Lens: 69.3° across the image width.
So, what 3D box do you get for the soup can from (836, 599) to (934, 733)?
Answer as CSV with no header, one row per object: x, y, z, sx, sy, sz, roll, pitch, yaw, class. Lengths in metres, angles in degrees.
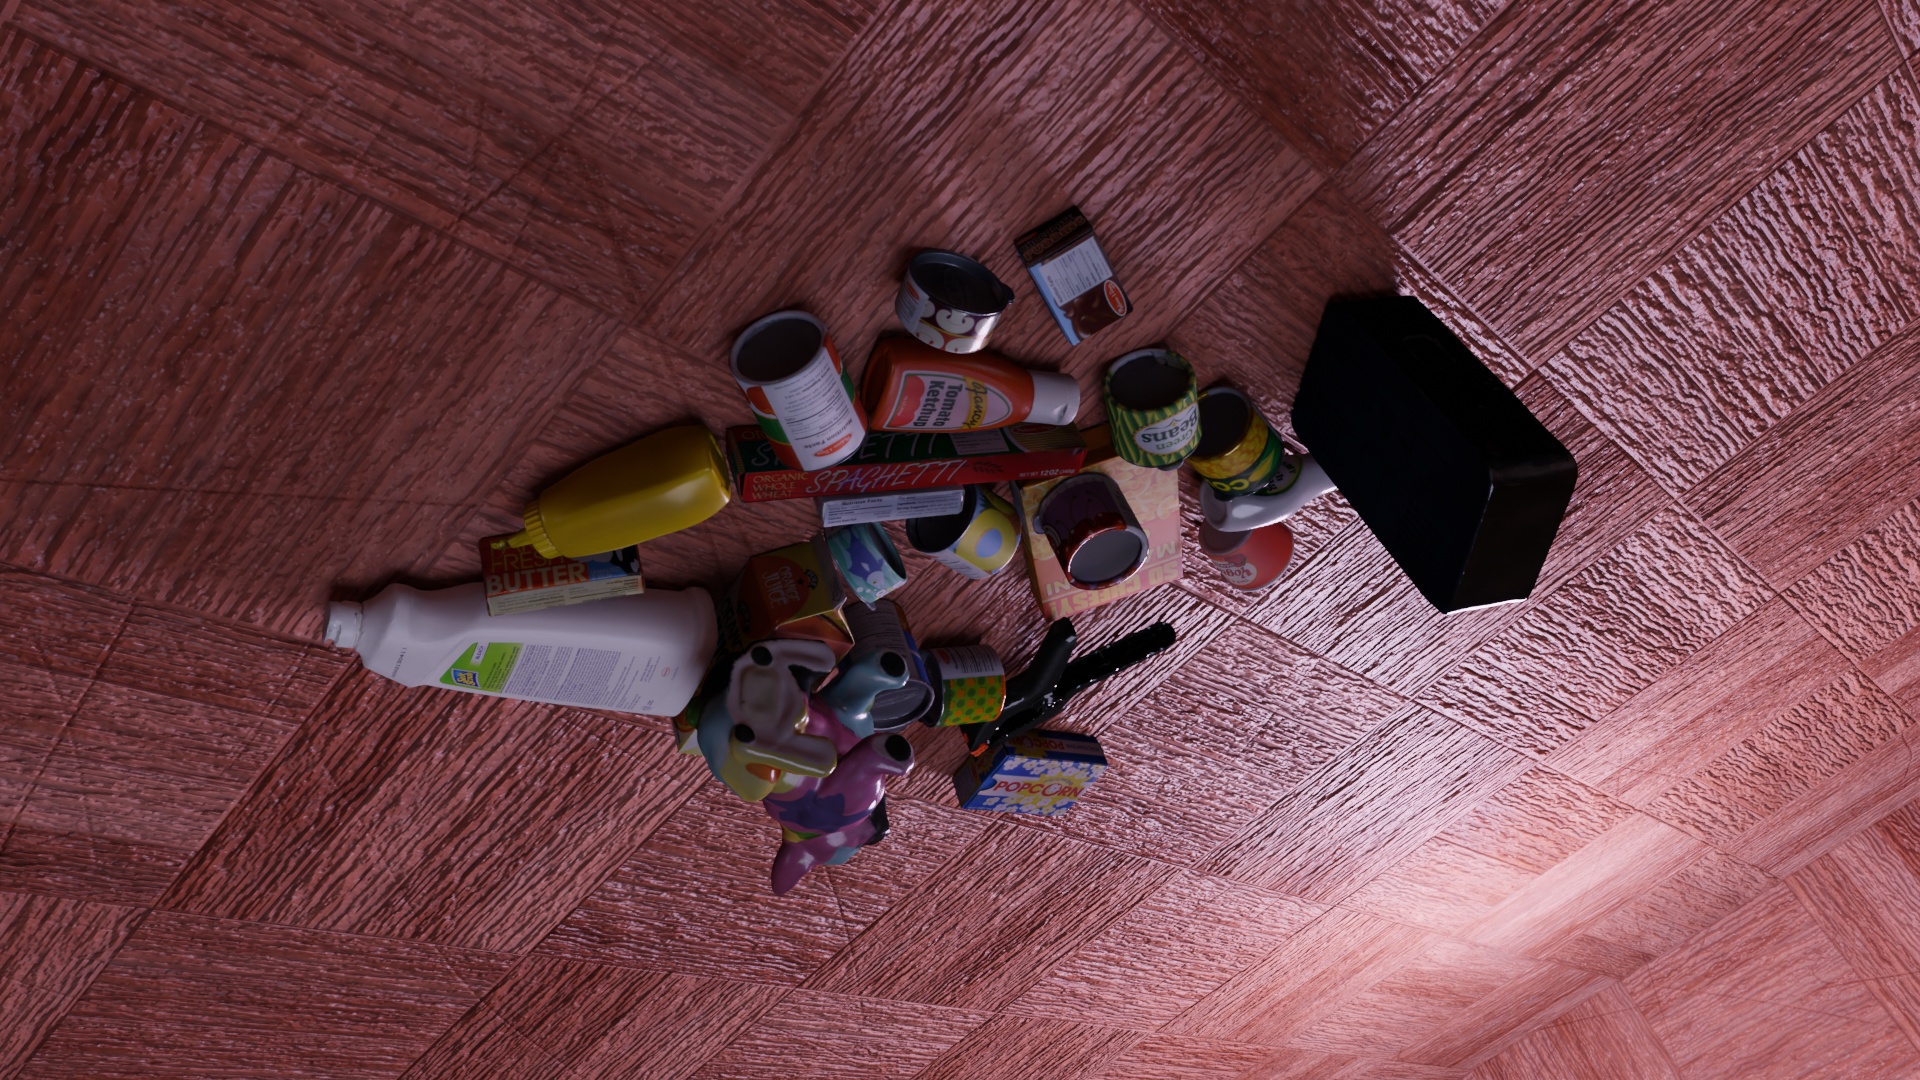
-0.064,0.100,1.099,0.071,0.084,0.071,-13,139,-11,soup can

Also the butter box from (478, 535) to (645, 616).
-0.269,0.018,0.938,0.104,0.053,0.024,-9,140,-15,butter box

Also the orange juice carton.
-0.145,0.080,1.049,0.073,0.072,0.191,15,127,-37,orange juice carton

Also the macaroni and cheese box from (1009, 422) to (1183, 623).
0.109,-0.017,1.087,0.124,0.040,0.165,-19,139,-4,macaroni and cheese box

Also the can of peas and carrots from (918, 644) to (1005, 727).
-0.002,0.123,1.167,0.059,0.071,0.070,-3,136,-23,can of peas and carrots

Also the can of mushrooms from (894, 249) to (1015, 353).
-0.004,-0.149,0.869,0.071,0.071,0.033,3,134,-28,can of mushrooms

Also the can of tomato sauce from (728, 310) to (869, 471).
-0.103,-0.096,0.884,0.071,0.071,0.082,-23,139,0,can of tomato sauce

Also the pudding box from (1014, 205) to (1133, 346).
0.075,-0.172,0.910,0.049,0.030,0.083,-31,139,7,pudding box

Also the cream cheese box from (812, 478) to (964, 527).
-0.053,-0.039,0.977,0.104,0.053,0.024,-6,135,-19,cream cheese box

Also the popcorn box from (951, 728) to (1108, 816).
0.067,0.222,1.329,0.127,0.038,0.084,12,130,-34,popcorn box

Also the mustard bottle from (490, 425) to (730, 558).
-0.231,-0.023,0.907,0.160,0.065,0.048,-20,135,5,mustard bottle

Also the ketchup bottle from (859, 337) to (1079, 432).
0.009,-0.102,0.946,0.149,0.044,0.064,1,134,-27,ketchup bottle

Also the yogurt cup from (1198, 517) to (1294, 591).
0.234,0.001,1.148,0.072,0.073,0.054,-40,129,19,yogurt cup

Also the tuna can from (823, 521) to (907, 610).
-0.068,0.013,1.013,0.033,0.071,0.071,-31,139,8,tuna can

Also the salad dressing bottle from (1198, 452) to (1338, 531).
0.264,-0.048,1.114,0.148,0.064,0.043,-16,129,-21,salad dressing bottle

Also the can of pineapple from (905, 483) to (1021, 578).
0.004,-0.013,1.023,0.071,0.071,0.058,-40,138,19,can of pineapple

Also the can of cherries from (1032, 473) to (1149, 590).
0.095,-0.004,1.016,0.071,0.058,0.071,-13,137,-12,can of cherries

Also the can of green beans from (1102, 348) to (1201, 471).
0.138,-0.095,0.995,0.071,0.071,0.057,-21,139,-3,can of green beans

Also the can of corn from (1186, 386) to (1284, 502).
0.201,-0.072,1.047,0.071,0.071,0.058,-36,137,15,can of corn

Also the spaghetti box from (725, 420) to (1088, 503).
-0.036,-0.062,0.963,0.251,0.050,0.028,-6,136,-19,spaghetti box
